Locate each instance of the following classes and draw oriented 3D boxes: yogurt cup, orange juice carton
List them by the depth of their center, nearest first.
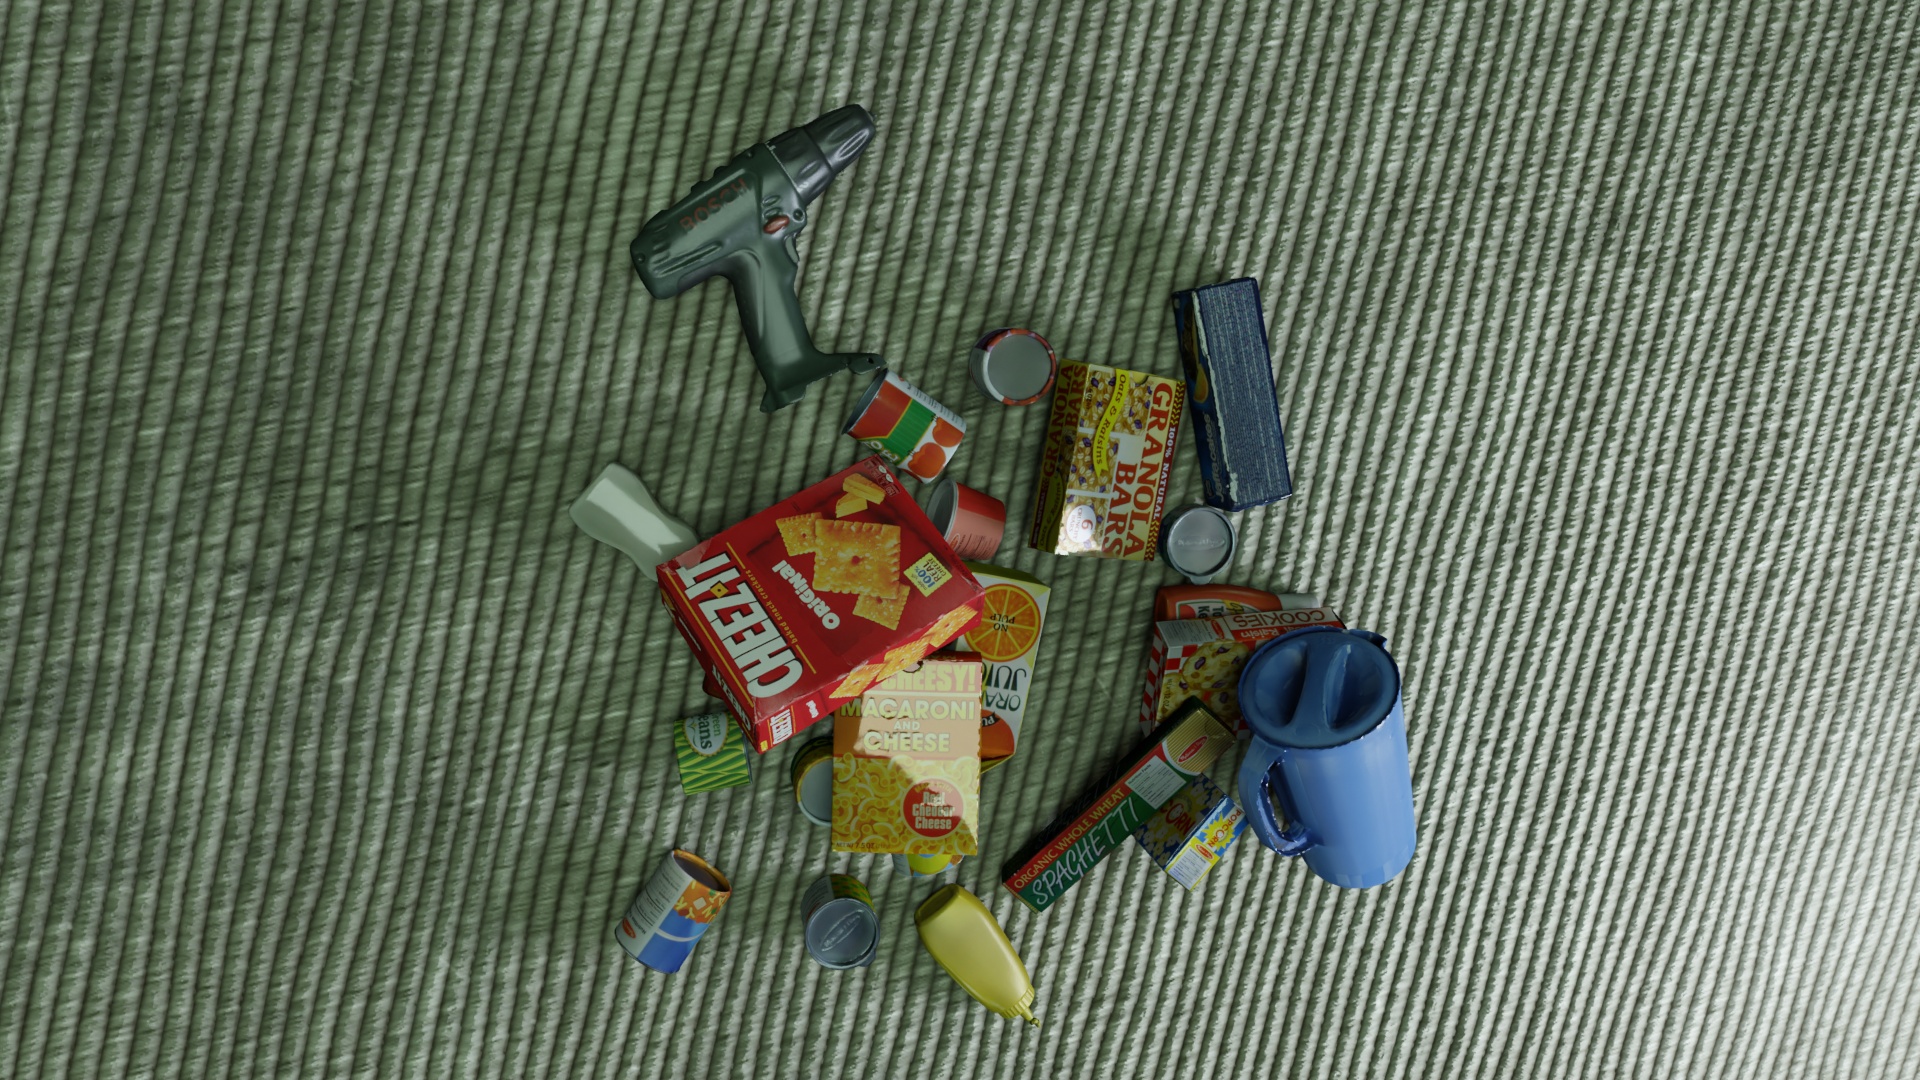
[{"bbox_3d":[0.004,-0.015,1.204,0.054,0.072,0.072,15,95,-20],"label":"yogurt cup"},{"bbox_3d":[0.018,0.121,1.220,0.073,0.072,0.192,11,95,-11],"label":"orange juice carton"}]

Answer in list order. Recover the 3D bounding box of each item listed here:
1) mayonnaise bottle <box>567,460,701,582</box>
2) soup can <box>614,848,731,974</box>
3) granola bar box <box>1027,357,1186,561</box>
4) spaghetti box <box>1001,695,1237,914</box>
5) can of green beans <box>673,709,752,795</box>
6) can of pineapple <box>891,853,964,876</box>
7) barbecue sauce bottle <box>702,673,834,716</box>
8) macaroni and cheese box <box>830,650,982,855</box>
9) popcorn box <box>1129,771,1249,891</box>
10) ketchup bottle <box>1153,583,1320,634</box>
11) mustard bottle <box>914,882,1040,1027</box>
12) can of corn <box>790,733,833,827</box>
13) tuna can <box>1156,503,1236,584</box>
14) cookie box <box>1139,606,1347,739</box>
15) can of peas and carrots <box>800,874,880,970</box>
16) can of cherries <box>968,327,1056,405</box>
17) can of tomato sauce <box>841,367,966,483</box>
[{"bbox_3d":[-0.255,0.001,1.169,0.148,0.041,0.065,42,89,-14],"label":"mayonnaise bottle"},{"bbox_3d":[-0.246,0.321,1.202,0.071,0.071,0.084,35,90,-13],"label":"soup can"},{"bbox_3d":[0.129,-0.067,1.206,0.124,0.039,0.165,5,98,-40],"label":"granola bar box"},{"bbox_3d":[0.139,0.240,1.249,0.050,0.029,0.249,42,104,-14],"label":"spaghetti box"},{"bbox_3d":[-0.212,0.180,1.188,0.058,0.071,0.071,-9,100,-9],"label":"can of green beans"},{"bbox_3d":[-0.031,0.257,1.232,0.071,0.071,0.057,-14,101,-8],"label":"can of pineapple"},{"bbox_3d":[-0.144,0.123,1.204,0.148,0.043,0.065,19,85,-13],"label":"barbecue sauce bottle"},{"bbox_3d":[-0.044,0.176,1.162,0.124,0.040,0.166,1,95,-1],"label":"macaroni and cheese box"},{"bbox_3d":[0.198,0.248,1.243,0.038,0.127,0.085,41,90,-17],"label":"popcorn box"},{"bbox_3d":[0.253,0.069,1.271,0.149,0.043,0.064,-3,108,-11],"label":"ketchup bottle"},{"bbox_3d":[0.023,0.389,1.269,0.065,0.049,0.160,-37,103,-4],"label":"mustard bottle"},{"bbox_3d":[-0.113,0.208,1.214,0.071,0.058,0.071,-1,98,-11],"label":"can of corn"},{"bbox_3d":[0.214,0.003,1.260,0.071,0.033,0.071,-1,98,-10],"label":"tuna can"},{"bbox_3d":[0.254,0.125,1.256,0.168,0.040,0.122,-4,126,-10],"label":"cookie box"},{"bbox_3d":[-0.106,0.339,1.233,0.071,0.059,0.071,-2,99,-11],"label":"can of peas and carrots"},{"bbox_3d":[0.047,-0.151,1.195,0.071,0.058,0.071,-1,98,-10],"label":"can of cherries"},{"bbox_3d":[-0.048,-0.095,1.181,0.083,0.071,0.071,33,91,-14],"label":"can of tomato sauce"}]
